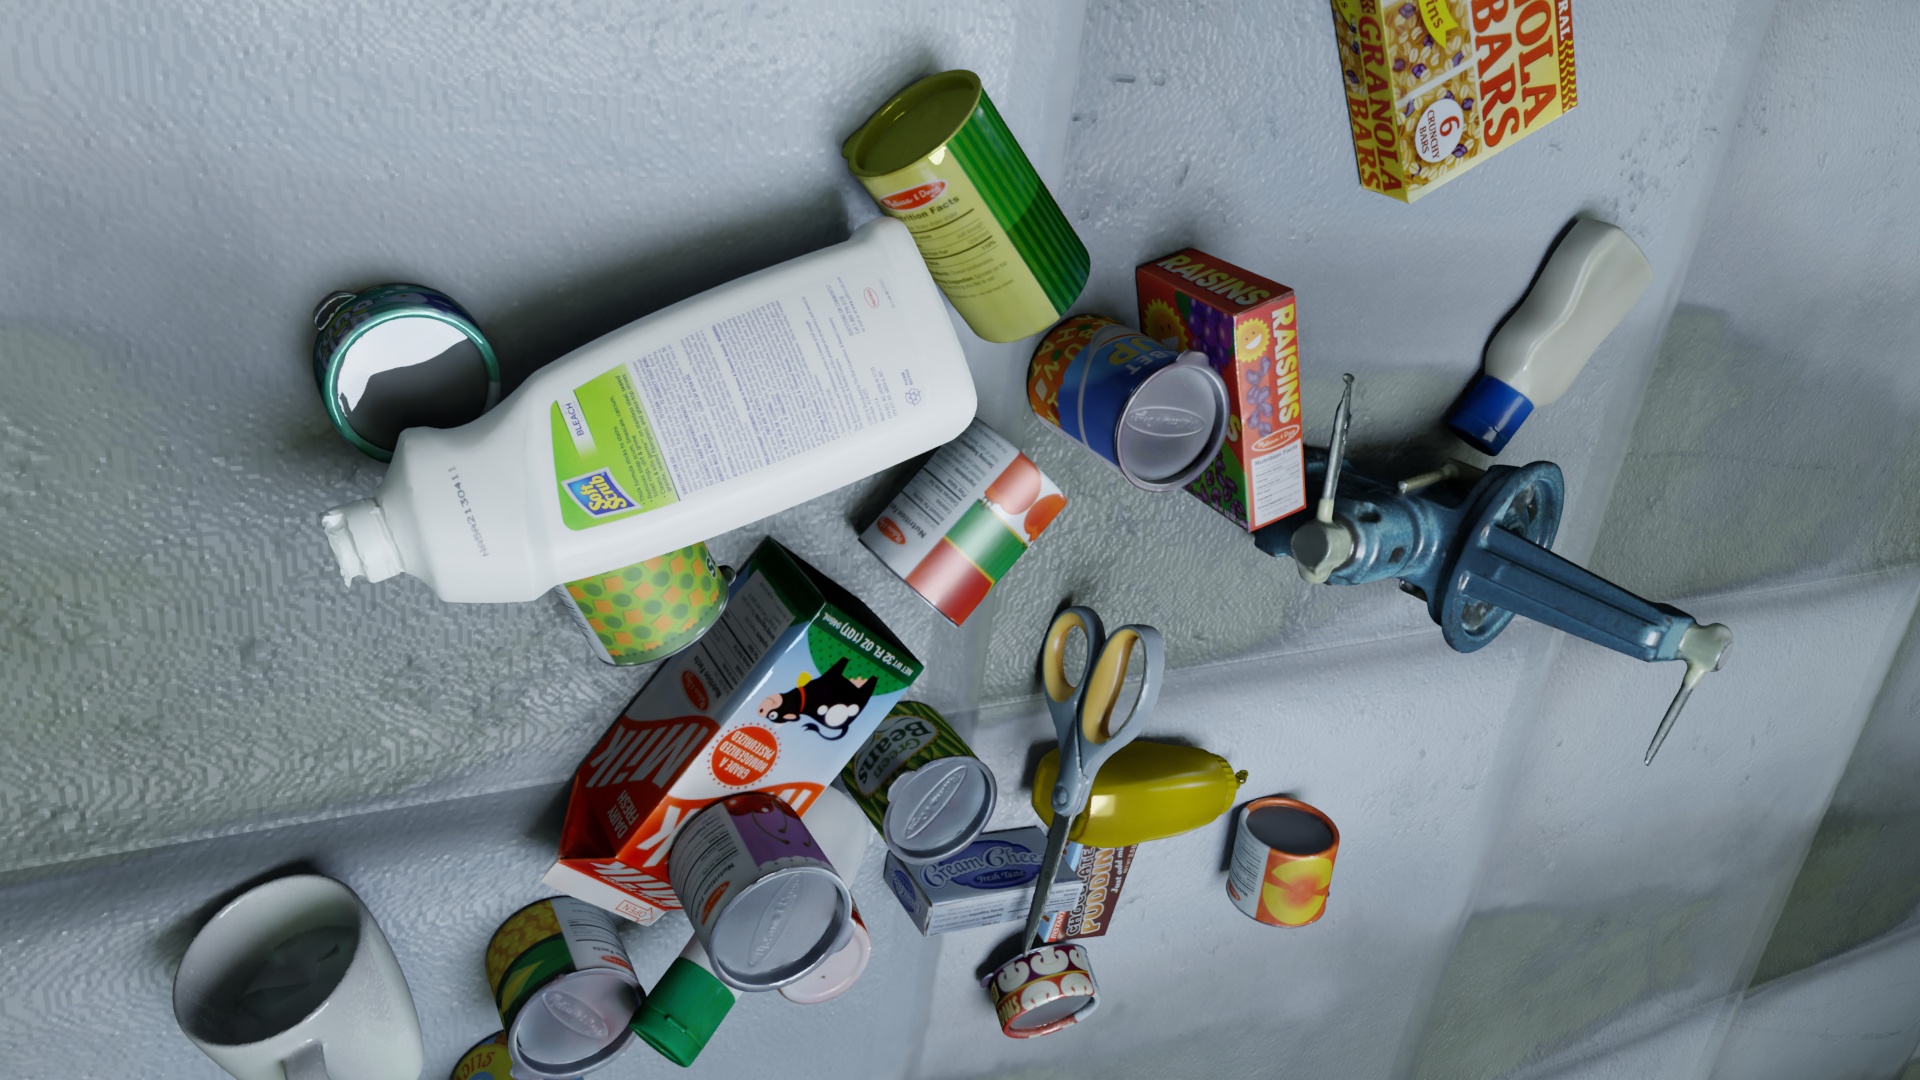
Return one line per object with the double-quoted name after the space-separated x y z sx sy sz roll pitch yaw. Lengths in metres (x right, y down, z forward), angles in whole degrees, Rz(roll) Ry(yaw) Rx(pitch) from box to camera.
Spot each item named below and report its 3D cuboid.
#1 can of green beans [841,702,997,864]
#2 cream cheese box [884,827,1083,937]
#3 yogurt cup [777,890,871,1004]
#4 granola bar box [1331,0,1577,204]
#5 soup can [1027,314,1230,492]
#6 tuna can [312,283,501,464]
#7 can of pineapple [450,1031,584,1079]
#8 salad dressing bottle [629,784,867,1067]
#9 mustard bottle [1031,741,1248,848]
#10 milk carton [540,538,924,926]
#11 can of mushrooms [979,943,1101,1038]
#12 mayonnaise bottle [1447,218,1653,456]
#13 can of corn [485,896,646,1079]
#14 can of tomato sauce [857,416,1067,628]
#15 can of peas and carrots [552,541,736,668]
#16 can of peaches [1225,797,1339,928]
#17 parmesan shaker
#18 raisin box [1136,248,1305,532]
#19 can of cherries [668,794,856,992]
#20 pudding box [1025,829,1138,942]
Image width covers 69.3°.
-0.023 0.128 0.740 0.071 0.058 0.071 -14 120 -24 "can of green beans"
0.014 0.195 0.799 0.104 0.053 0.024 -1 116 -30 "cream cheese box"
-0.083 0.211 0.749 0.072 0.054 0.072 -13 119 -24 "yogurt cup"
0.252 -0.276 0.710 0.124 0.039 0.164 -31 125 -13 "granola bar box"
0.082 -0.072 0.685 0.071 0.084 0.071 -14 120 -25 "soup can"
-0.217 -0.066 0.543 0.071 0.033 0.070 -14 120 -25 "tuna can"
-0.223 0.291 0.704 0.071 0.058 0.070 -13 120 -25 "can of pineapple"
-0.105 0.188 0.693 0.064 0.043 0.148 38 59 -1 "salad dressing bottle"
0.119 0.150 0.833 0.160 0.065 0.048 4 108 -36 "mustard bottle"
-0.114 0.102 0.663 0.190 0.073 0.072 -50 128 1 "milk carton"
0.050 0.280 0.861 0.071 0.033 0.070 -13 144 -10 "can of mushrooms"
0.358 -0.121 0.852 0.064 0.041 0.148 33 96 -36 "mayonnaise bottle"
-0.197 0.221 0.684 0.071 0.058 0.070 -14 120 -25 "can of corn"
0.002 -0.009 0.681 0.083 0.071 0.071 -48 128 -1 "can of tomato sauce"
-0.141 0.011 0.606 0.071 0.071 0.058 -32 125 -13 "can of peas and carrots"
0.215 0.211 0.918 0.071 0.071 0.057 -9 118 -27 "can of peaches"
0.004 -0.145 0.616 0.071 0.071 0.102 -44 129 -4 "parmesan shaker"
0.134 -0.078 0.711 0.040 0.086 0.122 -23 123 -17 "raisin box"
-0.089 0.157 0.622 0.072 0.058 0.071 -14 121 -25 "can of cherries"
0.075 0.203 0.853 0.050 0.030 0.083 6 110 -32 "pudding box"
